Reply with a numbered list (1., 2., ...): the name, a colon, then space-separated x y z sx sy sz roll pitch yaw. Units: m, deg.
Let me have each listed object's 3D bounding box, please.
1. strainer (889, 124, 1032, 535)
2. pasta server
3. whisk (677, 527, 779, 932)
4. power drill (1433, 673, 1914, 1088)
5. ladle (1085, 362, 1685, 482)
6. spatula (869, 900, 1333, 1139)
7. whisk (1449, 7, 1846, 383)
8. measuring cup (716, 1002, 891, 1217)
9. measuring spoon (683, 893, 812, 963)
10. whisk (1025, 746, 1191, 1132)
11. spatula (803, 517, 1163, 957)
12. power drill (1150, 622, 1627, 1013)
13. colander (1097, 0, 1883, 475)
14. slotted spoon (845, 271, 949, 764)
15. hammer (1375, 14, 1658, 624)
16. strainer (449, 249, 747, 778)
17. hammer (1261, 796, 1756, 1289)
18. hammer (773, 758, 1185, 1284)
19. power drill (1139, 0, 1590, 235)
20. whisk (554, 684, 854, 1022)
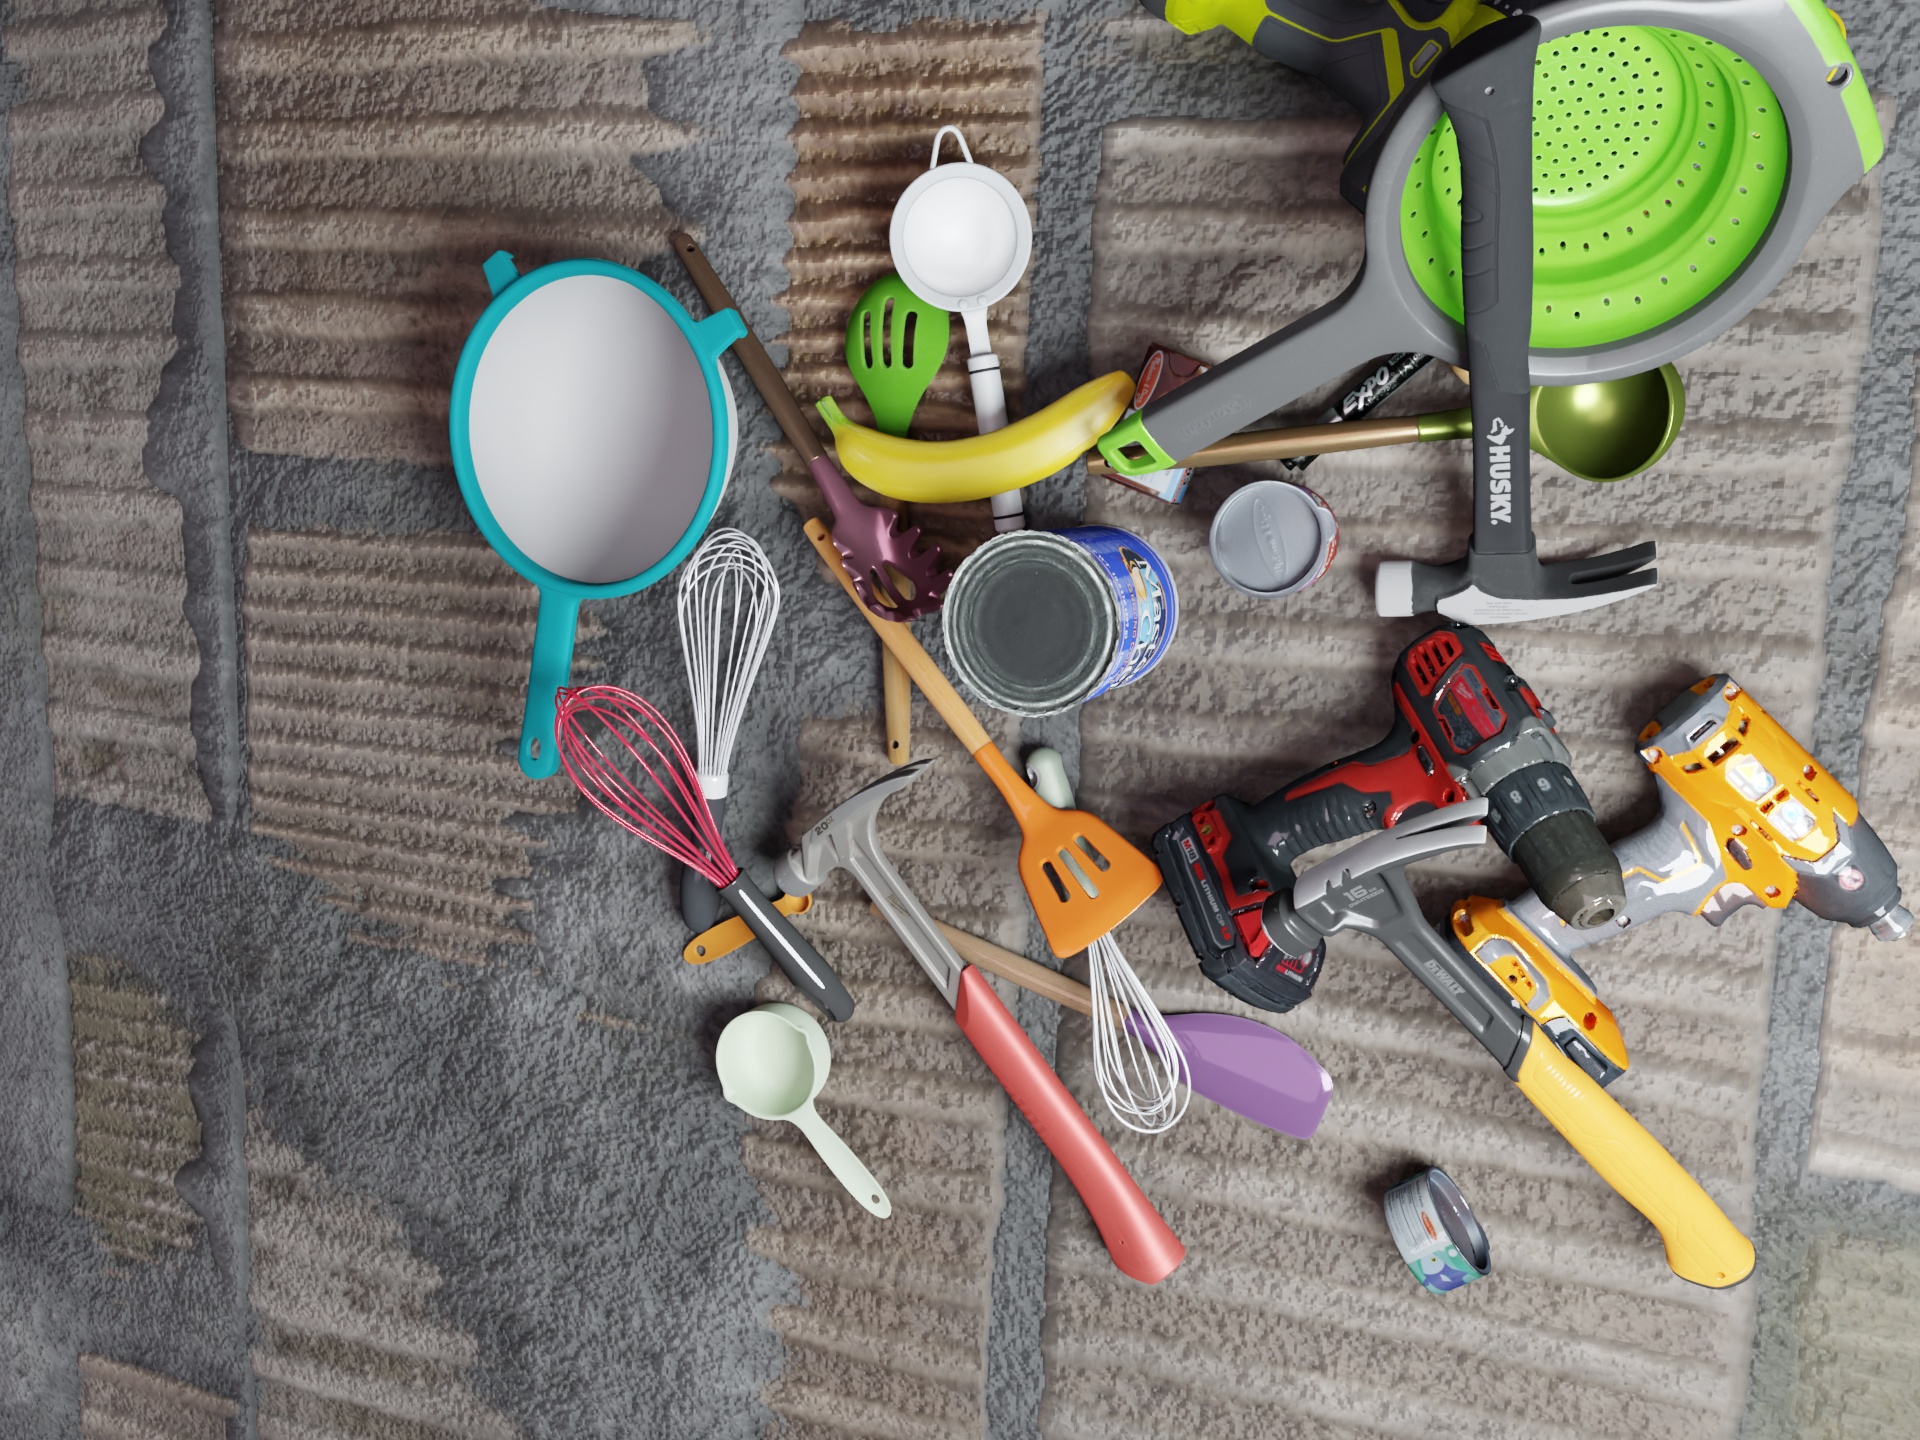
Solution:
1. strainer: 0.011 -0.226 0.974 0.087 0.050 0.258 -11 100 -6
2. pasta server: -0.102 -0.189 1.005 0.060 0.040 0.316 -27 76 -19
3. whisk: -0.165 0.011 1.067 0.070 0.070 0.284 14 107 18
4. power drill: 0.381 0.108 0.862 0.164 0.084 0.226 46 107 7
5. ladle: 0.225 -0.158 0.878 0.320 0.062 0.078 -4 99 16
6. spatula: 0.083 0.178 1.014 0.316 0.018 0.060 22 100 15
7. whisk: 0.357 -0.271 0.837 0.047 0.051 0.245 45 113 3
8. measuring cup: -0.097 0.265 1.085 0.083 0.038 0.167 -42 84 20
9. measuring spoon: -0.147 0.142 1.102 0.117 0.011 0.021 -29 87 25
10. whisk: 0.086 0.134 0.985 0.059 0.058 0.246 -14 81 -19
11. spatula: -0.002 -0.003 0.979 0.081 0.041 0.323 -38 78 2
12. power drill: 0.234 0.074 0.873 0.226 0.080 0.188 -37 47 21
13. colander: 0.238 -0.242 0.815 0.397 0.095 0.204 -25 128 34
14. slotted spoon: -0.041 -0.126 1.015 0.070 0.031 0.313 3 100 19
15. hammer: 0.269 -0.176 0.779 0.146 0.035 0.334 1 137 20
16. strainer: -0.234 -0.128 1.053 0.211 0.095 0.340 19 107 20
17. hammer: 0.308 0.180 0.816 0.336 0.034 0.127 45 126 -15
18. hammer: 0.030 0.198 1.005 0.149 0.037 0.359 -37 89 37
19. power drill: 0.225 -0.395 0.851 0.228 0.080 0.190 42 110 7
20. whisk: -0.163 0.089 1.037 0.073 0.073 0.295 -31 107 21
